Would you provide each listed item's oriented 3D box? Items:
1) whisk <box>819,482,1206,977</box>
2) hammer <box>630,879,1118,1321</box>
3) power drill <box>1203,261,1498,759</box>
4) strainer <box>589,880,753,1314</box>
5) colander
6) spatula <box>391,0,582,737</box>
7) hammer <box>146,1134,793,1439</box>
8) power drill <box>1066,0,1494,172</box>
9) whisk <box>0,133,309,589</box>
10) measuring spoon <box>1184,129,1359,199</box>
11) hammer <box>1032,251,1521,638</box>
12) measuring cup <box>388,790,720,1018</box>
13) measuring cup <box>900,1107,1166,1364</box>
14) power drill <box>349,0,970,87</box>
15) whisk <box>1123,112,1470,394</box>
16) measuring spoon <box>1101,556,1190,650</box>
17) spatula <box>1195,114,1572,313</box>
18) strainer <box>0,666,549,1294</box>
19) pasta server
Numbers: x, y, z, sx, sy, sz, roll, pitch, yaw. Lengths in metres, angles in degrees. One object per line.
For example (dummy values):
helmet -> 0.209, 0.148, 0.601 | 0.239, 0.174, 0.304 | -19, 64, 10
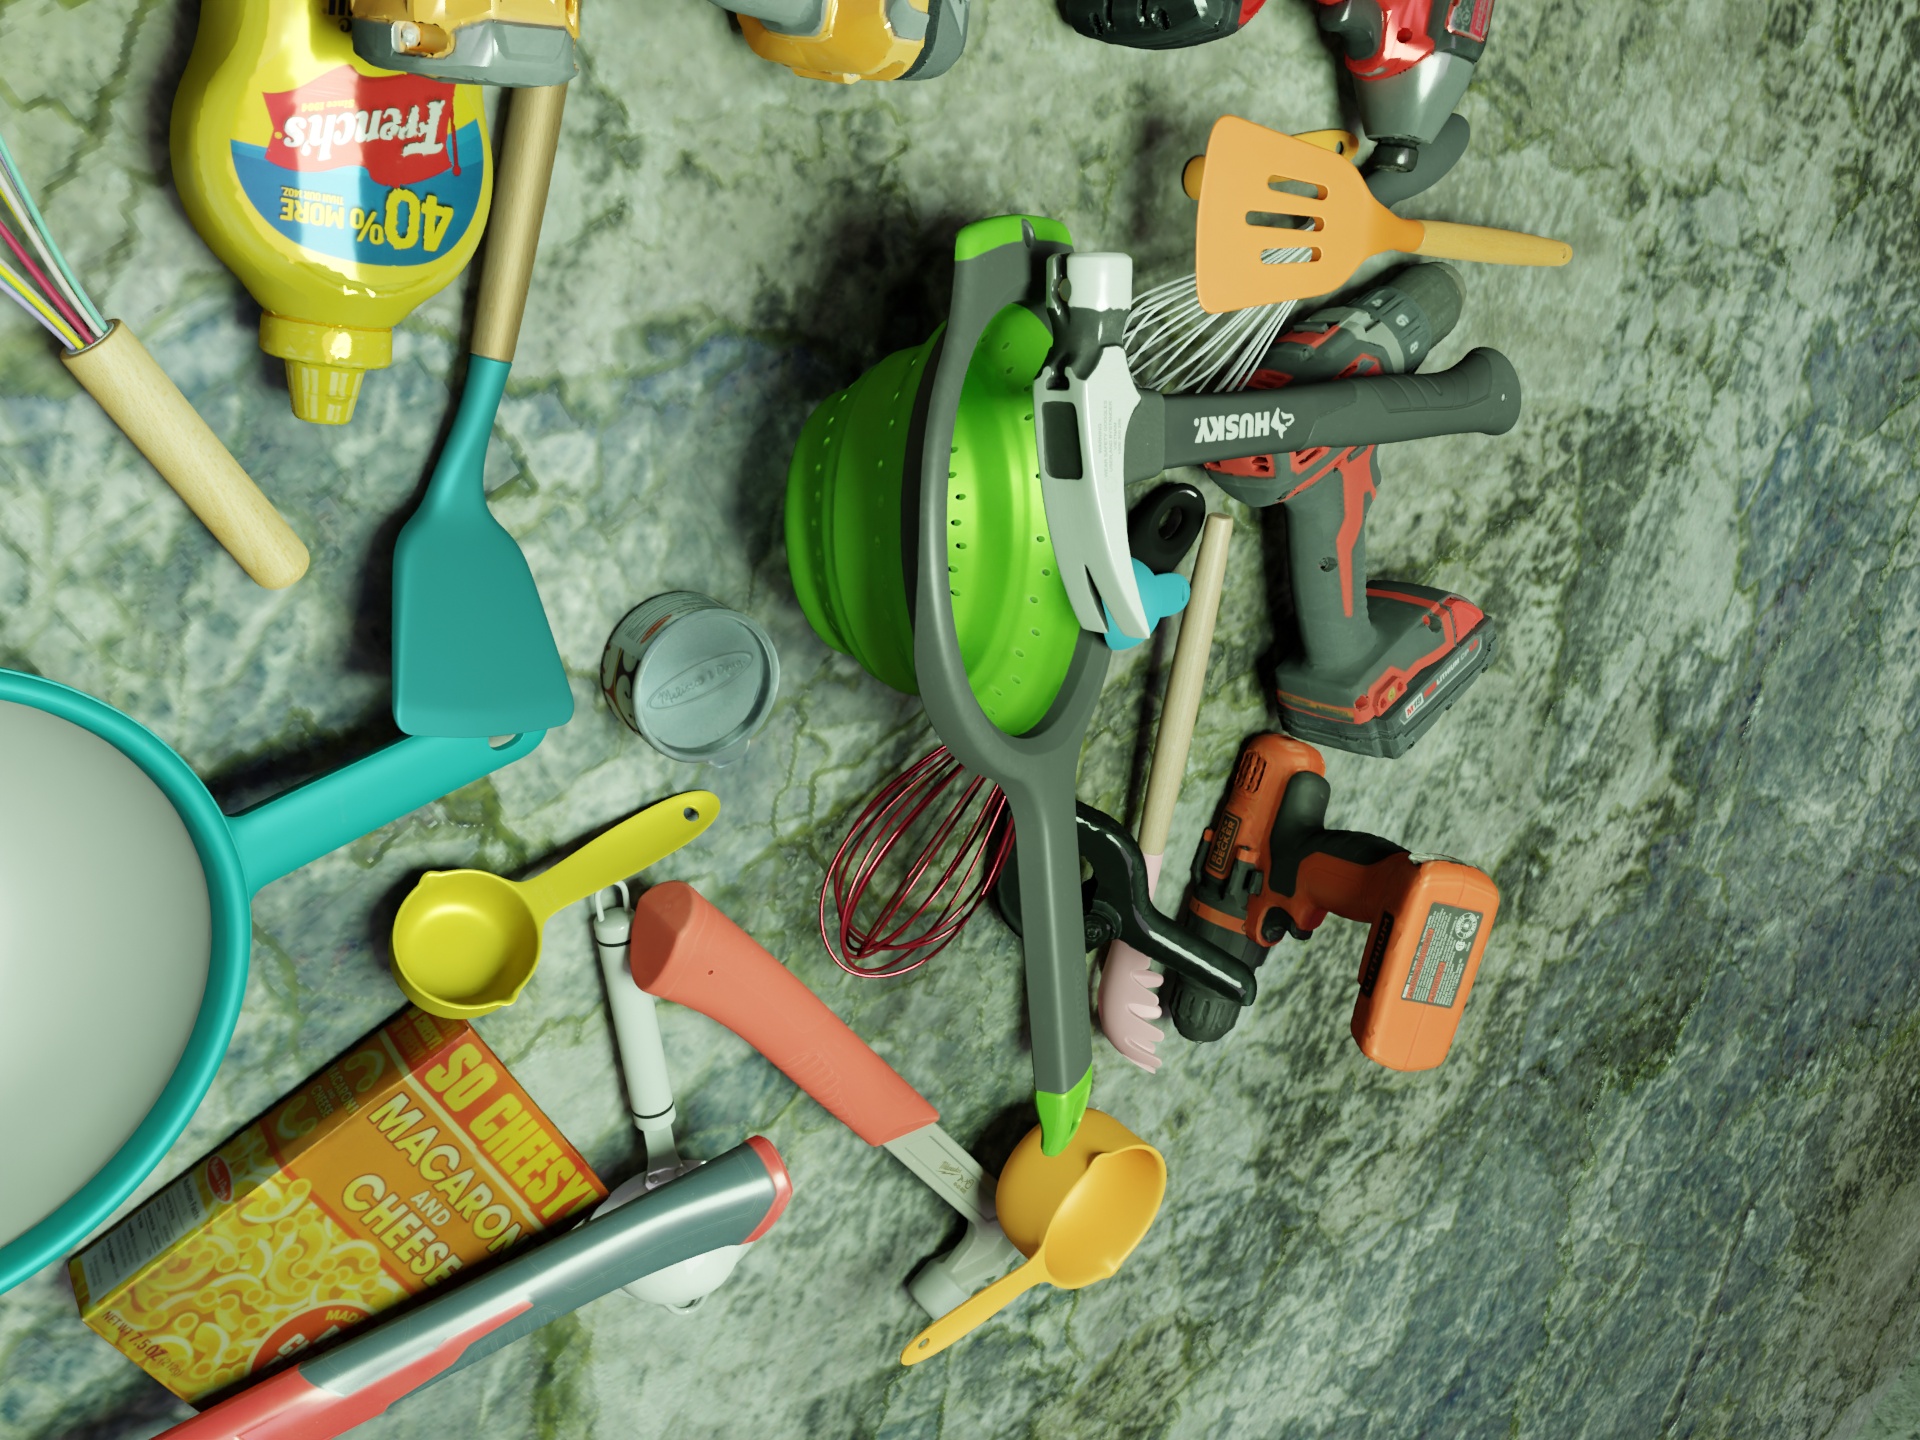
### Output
whisk -> 0.031, -0.001, 0.763 | 0.296, 0.073, 0.073 | -53, 131, -14
hammer -> -0.039, 0.178, 0.785 | 0.149, 0.037, 0.358 | -47, 134, -11
power drill -> 0.220, -0.115, 0.845 | 0.188, 0.080, 0.226 | -40, 125, -27
strainer -> -0.139, 0.186, 0.724 | 0.087, 0.050, 0.258 | -13, 114, -17
colander -> -0.001, -0.002, 0.669 | 0.204, 0.094, 0.397 | -35, 124, -60
spatula -> -0.153, -0.152, 0.561 | 0.082, 0.044, 0.317 | -4, 111, -56
hammer -> -0.244, 0.247, 0.615 | 0.386, 0.038, 0.143 | -22, 120, -27
power drill -> 0.156, -0.329, 0.698 | 0.219, 0.079, 0.143 | -3, 107, -39
whisk -> -0.275, -0.136, 0.479 | 0.051, 0.047, 0.244 | -33, 132, -7
measuring spoon -> 0.154, -0.269, 0.767 | 0.117, 0.011, 0.021 | -22, 121, -29
hammer -> 0.157, -0.130, 0.707 | 0.334, 0.035, 0.146 | -14, 109, -42
measuring cup -> -0.164, 0.070, 0.659 | 0.156, 0.029, 0.062 | -31, 82, -40
measuring cup -> 0.027, 0.268, 0.830 | 0.173, 0.052, 0.095 | -28, 128, -25
power drill -> -0.085, -0.290, 0.486 | 0.226, 0.084, 0.185 | -23, 127, -49
whisk -> 0.159, -0.222, 0.768 | 0.284, 0.070, 0.070 | -42, 129, -23
measuring spoon -> 0.094, -0.056, 0.731 | 0.128, 0.021, 0.042 | -17, 108, -65
spatula -> 0.222, -0.235, 0.774 | 0.322, 0.041, 0.081 | -14, 112, -47
strainer -> -0.296, 0.050, 0.519 | 0.340, 0.095, 0.210 | -32, 129, -44
pasta server -> 0.113, 0.045, 0.841 | 0.040, 0.060, 0.316 | 10, 112, 3
